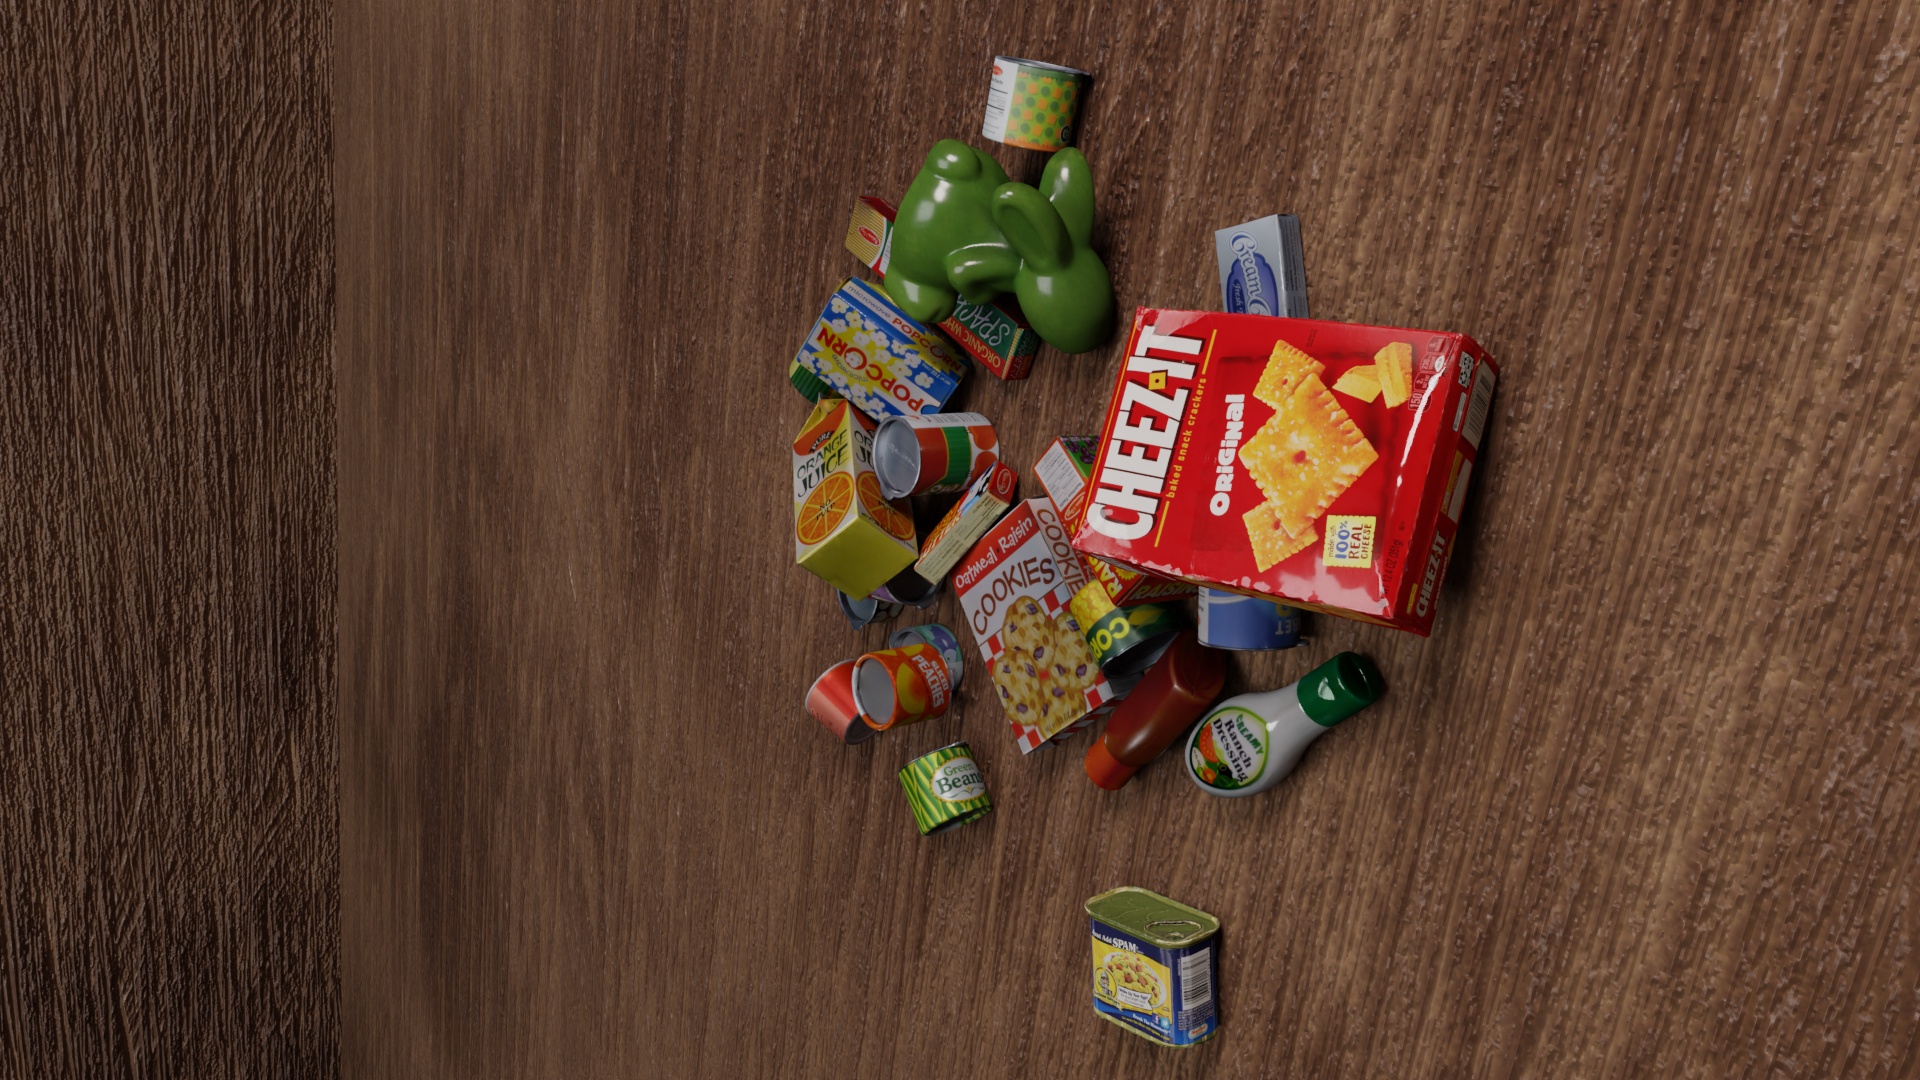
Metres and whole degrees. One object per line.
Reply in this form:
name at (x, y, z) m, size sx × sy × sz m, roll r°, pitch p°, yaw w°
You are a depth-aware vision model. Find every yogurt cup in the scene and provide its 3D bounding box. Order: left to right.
yogurt cup at (-0.101, 0.152, 1.285) m, size 0.054 × 0.072 × 0.072 m, roll 43°, pitch 127°, yaw 30°

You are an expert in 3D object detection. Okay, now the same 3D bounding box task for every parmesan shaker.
parmesan shaker at (-0.102, -0.175, 1.240) m, size 0.102 × 0.071 × 0.071 m, roll -50°, pitch 57°, yaw 44°

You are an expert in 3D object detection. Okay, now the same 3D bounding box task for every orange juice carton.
orange juice carton at (-0.093, -0.049, 1.185) m, size 0.073 × 0.071 × 0.194 m, roll -37°, pitch 38°, yaw 24°

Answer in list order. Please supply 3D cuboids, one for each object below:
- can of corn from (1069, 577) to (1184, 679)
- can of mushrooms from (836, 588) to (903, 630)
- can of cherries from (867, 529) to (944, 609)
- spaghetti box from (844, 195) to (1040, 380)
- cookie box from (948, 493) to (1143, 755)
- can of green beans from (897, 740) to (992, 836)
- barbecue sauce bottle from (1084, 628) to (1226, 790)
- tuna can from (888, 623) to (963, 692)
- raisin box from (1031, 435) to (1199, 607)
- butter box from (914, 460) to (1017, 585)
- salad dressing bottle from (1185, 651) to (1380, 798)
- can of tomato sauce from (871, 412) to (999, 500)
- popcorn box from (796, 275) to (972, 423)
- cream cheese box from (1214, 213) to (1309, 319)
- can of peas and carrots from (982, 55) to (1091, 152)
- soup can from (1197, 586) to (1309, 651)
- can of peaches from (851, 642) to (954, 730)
can of corn at (0.117, 0.058, 0.989) m, size 0.070 × 0.071 × 0.058 m, roll -51°, pitch 56°, yaw 42°
can of mushrooms at (-0.082, 0.046, 1.269) m, size 0.071 × 0.033 × 0.071 m, roll 10°, pitch 102°, yaw 50°
can of cherries at (-0.056, 0.024, 1.206) m, size 0.058 × 0.072 × 0.071 m, roll 4°, pitch 98°, yaw 51°
spaghetti box at (-0.018, -0.213, 1.156) m, size 0.251 × 0.029 × 0.050 m, roll 45°, pitch 128°, yaw 38°
cookie box at (0.064, 0.065, 1.082) m, size 0.122 × 0.040 × 0.168 m, roll -43°, pitch 63°, yaw 46°
can of green beans at (-0.013, 0.212, 1.177) m, size 0.071 × 0.071 × 0.058 m, roll -44°, pitch 62°, yaw 45°
barbecue sauce bottle at (0.135, 0.127, 0.989) m, size 0.044 × 0.065 × 0.147 m, roll 27°, pitch 135°, yaw -4°
tuna can at (-0.031, 0.105, 1.213) m, size 0.071 × 0.033 × 0.071 m, roll 10°, pitch 103°, yaw 50°
raisin box at (0.117, -0.016, 0.967) m, size 0.040 × 0.086 × 0.124 m, roll -50°, pitch 57°, yaw 37°
butter box at (0.004, -0.014, 1.121) m, size 0.024 × 0.053 × 0.103 m, roll 36°, pitch 120°, yaw -10°
salad dressing bottle at (0.208, 0.120, 0.904) m, size 0.147 × 0.044 × 0.064 m, roll -45°, pitch 60°, yaw 44°
can of tomato sauce at (-0.020, -0.069, 1.134) m, size 0.071 × 0.083 × 0.071 m, roll 10°, pitch 103°, yaw 51°
popcorn box at (-0.065, -0.150, 1.163) m, size 0.127 × 0.038 × 0.084 m, roll 36°, pitch 132°, yaw -3°
cream cheese box at (0.197, -0.155, 0.897) m, size 0.053 × 0.024 × 0.103 m, roll -7°, pitch 90°, yaw 50°
can of peas and carrots at (0.055, -0.321, 1.021) m, size 0.071 × 0.071 × 0.058 m, roll 34°, pitch 121°, yaw 44°
soup can at (0.190, 0.025, 0.899) m, size 0.071 × 0.071 × 0.083 m, roll 8°, pitch 101°, yaw 51°
can of peaches at (-0.049, 0.122, 1.162) m, size 0.071 × 0.058 × 0.071 m, roll 11°, pitch 104°, yaw 51°
